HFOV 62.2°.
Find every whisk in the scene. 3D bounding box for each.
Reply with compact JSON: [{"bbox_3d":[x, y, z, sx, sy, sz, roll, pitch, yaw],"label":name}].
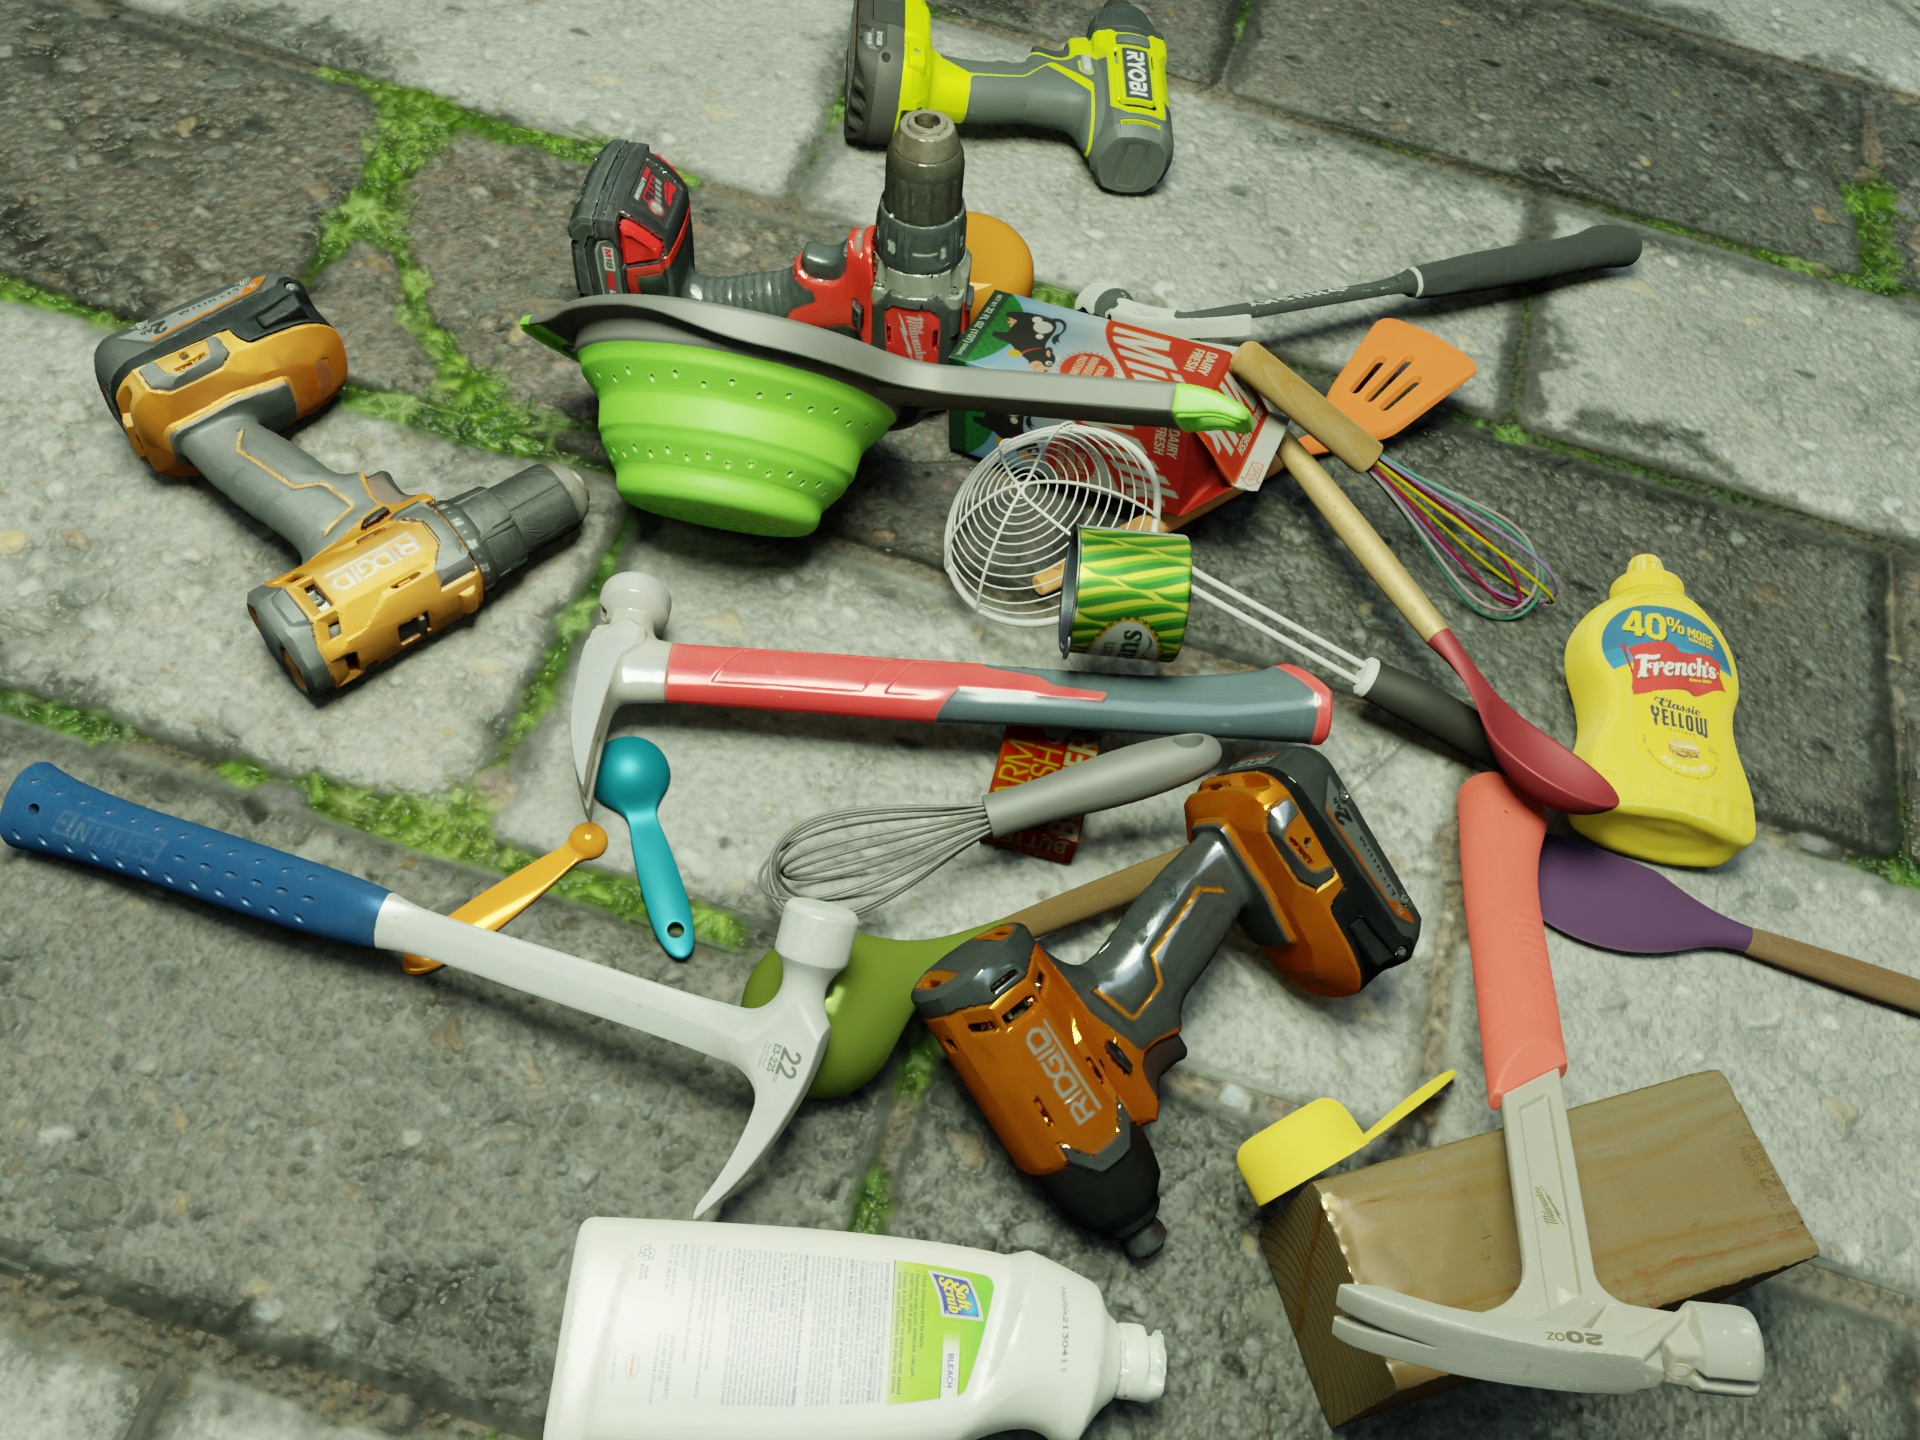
[{"bbox_3d":[0.016,0.048,0.787,0.239,0.055,0.055,-17,62,-2],"label":"whisk"},{"bbox_3d":[0.252,-0.138,0.926,0.245,0.051,0.047,36,34,-12],"label":"whisk"}]

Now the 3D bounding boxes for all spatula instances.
[{"bbox_3d":[0.174,-0.157,0.968,0.322,0.041,0.081,-30,50,-22],"label":"spatula"},{"bbox_3d":[0.443,0.127,0.846,0.316,0.018,0.060,18,58,4],"label":"spatula"}]

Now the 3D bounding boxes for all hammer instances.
[{"bbox_3d":[-0.001,-0.003,0.816,0.386,0.038,0.143,4,50,-2],"label":"hammer"},{"bbox_3d":[-0.255,0.100,0.726,0.405,0.035,0.144,16,90,10],"label":"hammer"},{"bbox_3d":[0.244,0.137,0.721,0.149,0.036,0.359,5,33,10],"label":"hammer"},{"bbox_3d":[0.286,-0.285,1.040,0.409,0.036,0.149,-15,27,-22],"label":"hammer"}]

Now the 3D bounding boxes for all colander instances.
[{"bbox_3d":[-0.049,-0.143,0.840,0.397,0.204,0.094,9,88,19],"label":"colander"}]

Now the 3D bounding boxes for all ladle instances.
[{"bbox_3d":[0.041,0.102,0.797,0.320,0.062,0.078,-18,70,-26],"label":"ladle"},{"bbox_3d":[0.251,-0.066,0.886,0.069,0.031,0.316,1,49,-44],"label":"ladle"}]

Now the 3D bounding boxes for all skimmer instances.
[{"bbox_3d":[0.164,-0.049,0.894,0.363,0.090,0.127,28,77,-7],"label":"skimmer"}]

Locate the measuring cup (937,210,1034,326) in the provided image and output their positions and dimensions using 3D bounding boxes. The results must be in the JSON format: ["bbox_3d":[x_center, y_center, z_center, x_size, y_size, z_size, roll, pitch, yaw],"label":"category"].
[{"bbox_3d":[0.034,-0.257,1.001,0.174,0.052,0.095,40,62,18],"label":"measuring cup"}]

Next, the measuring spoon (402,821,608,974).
[{"bbox_3d":[-0.222,0.085,0.779,0.117,0.011,0.021,-37,70,-26],"label":"measuring spoon"}]

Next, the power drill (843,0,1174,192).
[{"bbox_3d":[0.034,-0.459,1.115,0.223,0.080,0.171,5,59,-10],"label":"power drill"}]

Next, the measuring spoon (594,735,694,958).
[{"bbox_3d":[-0.155,0.059,0.798,0.042,0.021,0.129,-13,61,-18],"label":"measuring spoon"}]

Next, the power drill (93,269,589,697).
[{"bbox_3d":[-0.332,-0.140,0.864,0.185,0.084,0.226,-35,74,-26],"label":"power drill"}]

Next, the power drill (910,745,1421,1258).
[{"bbox_3d":[0.107,0.131,0.749,0.226,0.084,0.164,-34,96,-22],"label":"power drill"}]

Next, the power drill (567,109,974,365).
[{"bbox_3d":[-0.103,-0.273,0.917,0.226,0.187,0.080,8,54,1],"label":"power drill"}]

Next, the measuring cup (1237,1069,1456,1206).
[{"bbox_3d":[0.184,0.182,0.742,0.156,0.062,0.029,-15,65,-44],"label":"measuring cup"}]
